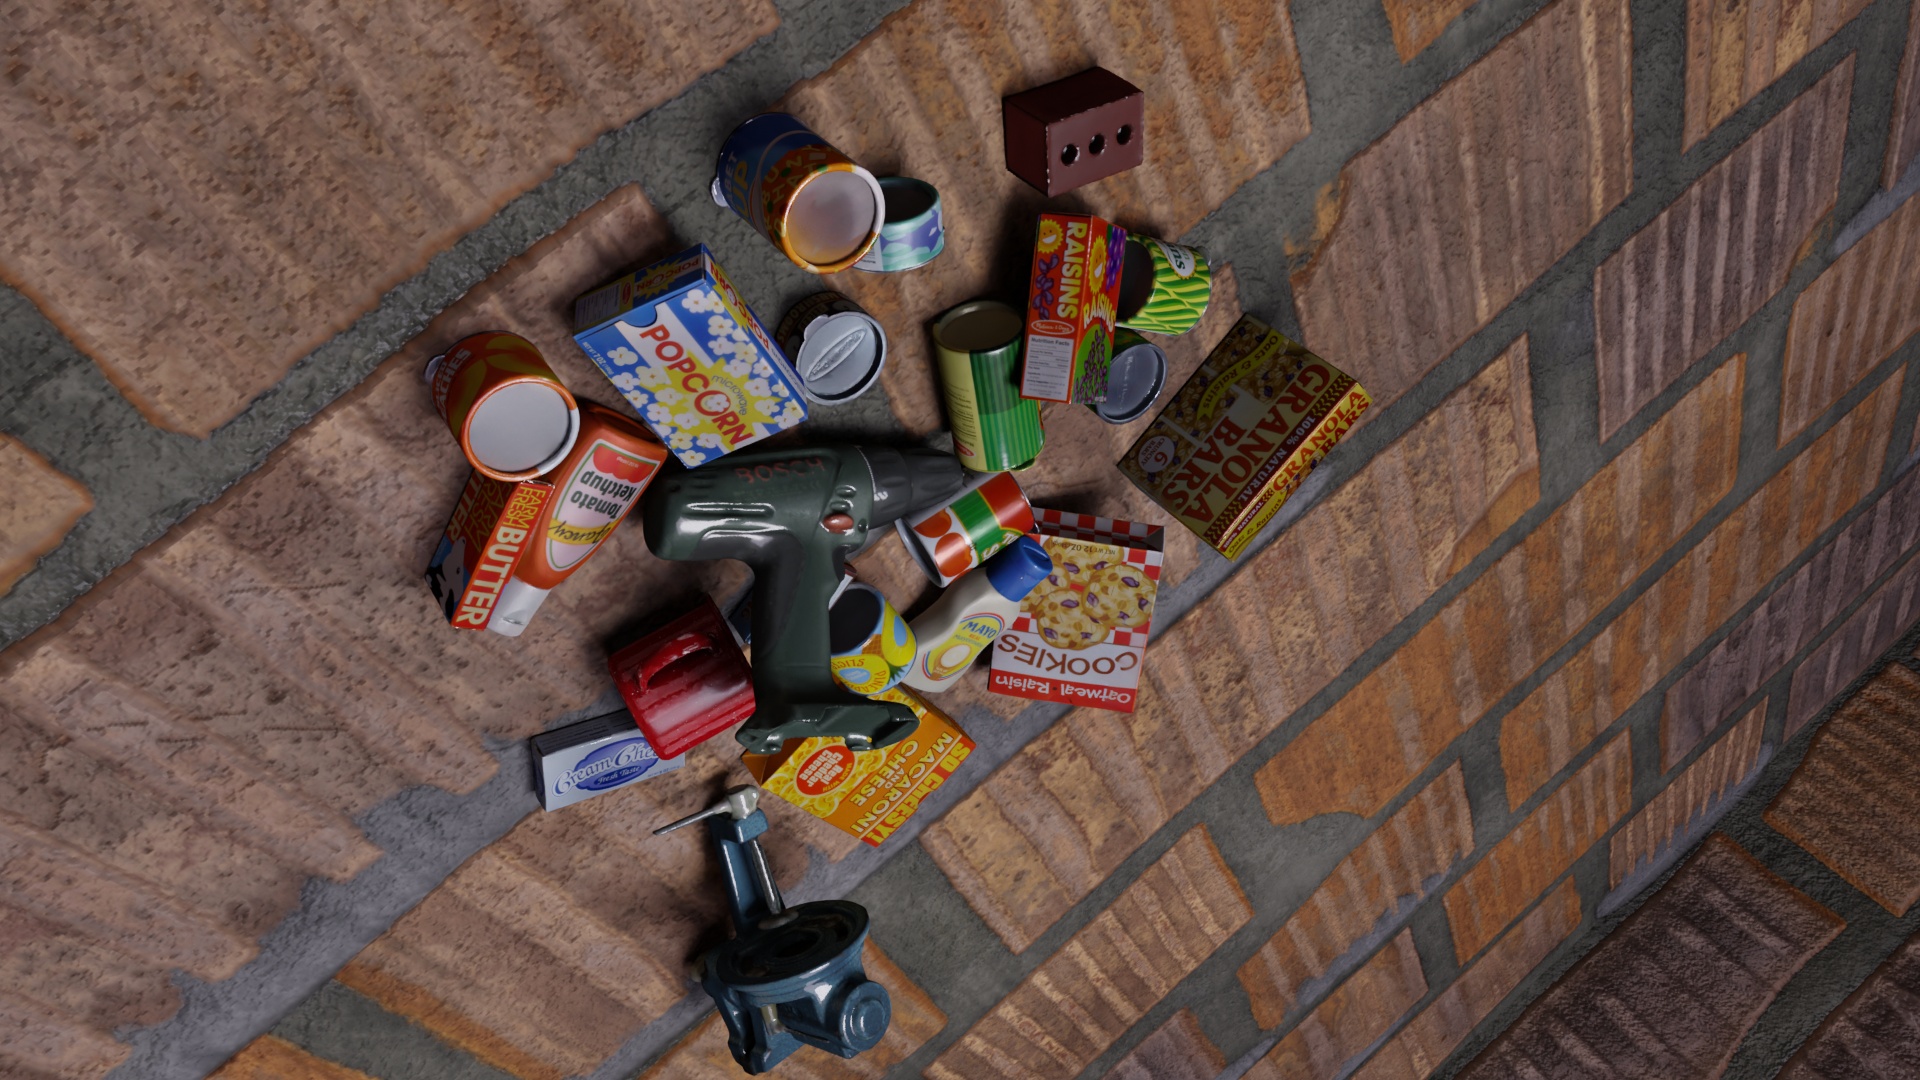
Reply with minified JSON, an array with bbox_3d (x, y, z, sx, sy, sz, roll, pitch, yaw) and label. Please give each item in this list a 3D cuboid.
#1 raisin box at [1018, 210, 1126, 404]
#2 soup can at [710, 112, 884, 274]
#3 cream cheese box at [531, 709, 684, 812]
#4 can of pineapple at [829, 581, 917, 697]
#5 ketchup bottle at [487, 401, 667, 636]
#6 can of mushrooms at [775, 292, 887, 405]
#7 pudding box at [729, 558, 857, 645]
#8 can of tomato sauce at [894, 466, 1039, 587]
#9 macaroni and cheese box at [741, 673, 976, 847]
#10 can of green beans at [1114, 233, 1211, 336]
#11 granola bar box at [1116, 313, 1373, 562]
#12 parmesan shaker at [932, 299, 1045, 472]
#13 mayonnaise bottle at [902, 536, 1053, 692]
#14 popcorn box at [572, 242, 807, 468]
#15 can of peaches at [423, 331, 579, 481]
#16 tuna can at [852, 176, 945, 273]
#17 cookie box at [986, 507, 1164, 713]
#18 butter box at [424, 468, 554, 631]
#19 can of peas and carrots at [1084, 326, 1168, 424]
[{"bbox_3d":[0.076,-0.155,0.936,0.086,0.040,0.123,-12,111,-67],"label":"raisin box"},{"bbox_3d":[-0.093,-0.195,0.788,0.071,0.084,0.071,-21,133,-24],"label":"soup can"},{"bbox_3d":[-0.246,0.149,0.976,0.104,0.024,0.053,-16,129,-30],"label":"cream cheese box"},{"bbox_3d":[-0.073,0.074,1.023,0.071,0.071,0.057,-41,137,-5],"label":"can of pineapple"},{"bbox_3d":[-0.243,-0.011,0.841,0.148,0.043,0.064,-53,143,9],"label":"ketchup bottle"},{"bbox_3d":[-0.084,-0.124,0.888,0.071,0.033,0.070,-21,133,-24],"label":"can of mushrooms"},{"bbox_3d":[-0.119,0.040,0.989,0.083,0.030,0.049,-53,139,8],"label":"pudding box"},{"bbox_3d":[0.004,-0.013,1.017,0.083,0.071,0.071,-33,137,-13],"label":"can of tomato sauce"},{"bbox_3d":[-0.077,0.171,1.116,0.123,0.040,0.166,-46,138,1],"label":"macaroni and cheese box"},{"bbox_3d":[0.136,-0.183,0.994,0.058,0.071,0.071,3,119,-39],"label":"can of green beans"},{"bbox_3d":[0.221,-0.083,1.095,0.165,0.124,0.039,-50,139,4],"label":"granola bar box"},{"bbox_3d":[0.022,-0.106,0.958,0.071,0.071,0.102,-28,135,-19],"label":"parmesan shaker"},{"bbox_3d":[0.009,0.057,1.067,0.065,0.041,0.147,24,122,-39],"label":"mayonnaise bottle"},{"bbox_3d":[-0.156,-0.105,0.818,0.085,0.038,0.126,-21,139,12],"label":"popcorn box"},{"bbox_3d":[-0.255,-0.075,0.771,0.071,0.058,0.070,-22,133,-25],"label":"can of peaches"},{"bbox_3d":[-0.041,-0.193,0.844,0.071,0.071,0.032,-25,134,-22],"label":"tuna can"},{"bbox_3d":[0.090,0.058,1.112,0.123,0.040,0.166,8,125,4],"label":"cookie box"},{"bbox_3d":[-0.277,-0.004,0.812,0.024,0.053,0.103,14,112,-46],"label":"butter box"},{"bbox_3d":[0.107,-0.126,1.019,0.071,0.059,0.070,-21,132,-24],"label":"can of peas and carrots"}]
